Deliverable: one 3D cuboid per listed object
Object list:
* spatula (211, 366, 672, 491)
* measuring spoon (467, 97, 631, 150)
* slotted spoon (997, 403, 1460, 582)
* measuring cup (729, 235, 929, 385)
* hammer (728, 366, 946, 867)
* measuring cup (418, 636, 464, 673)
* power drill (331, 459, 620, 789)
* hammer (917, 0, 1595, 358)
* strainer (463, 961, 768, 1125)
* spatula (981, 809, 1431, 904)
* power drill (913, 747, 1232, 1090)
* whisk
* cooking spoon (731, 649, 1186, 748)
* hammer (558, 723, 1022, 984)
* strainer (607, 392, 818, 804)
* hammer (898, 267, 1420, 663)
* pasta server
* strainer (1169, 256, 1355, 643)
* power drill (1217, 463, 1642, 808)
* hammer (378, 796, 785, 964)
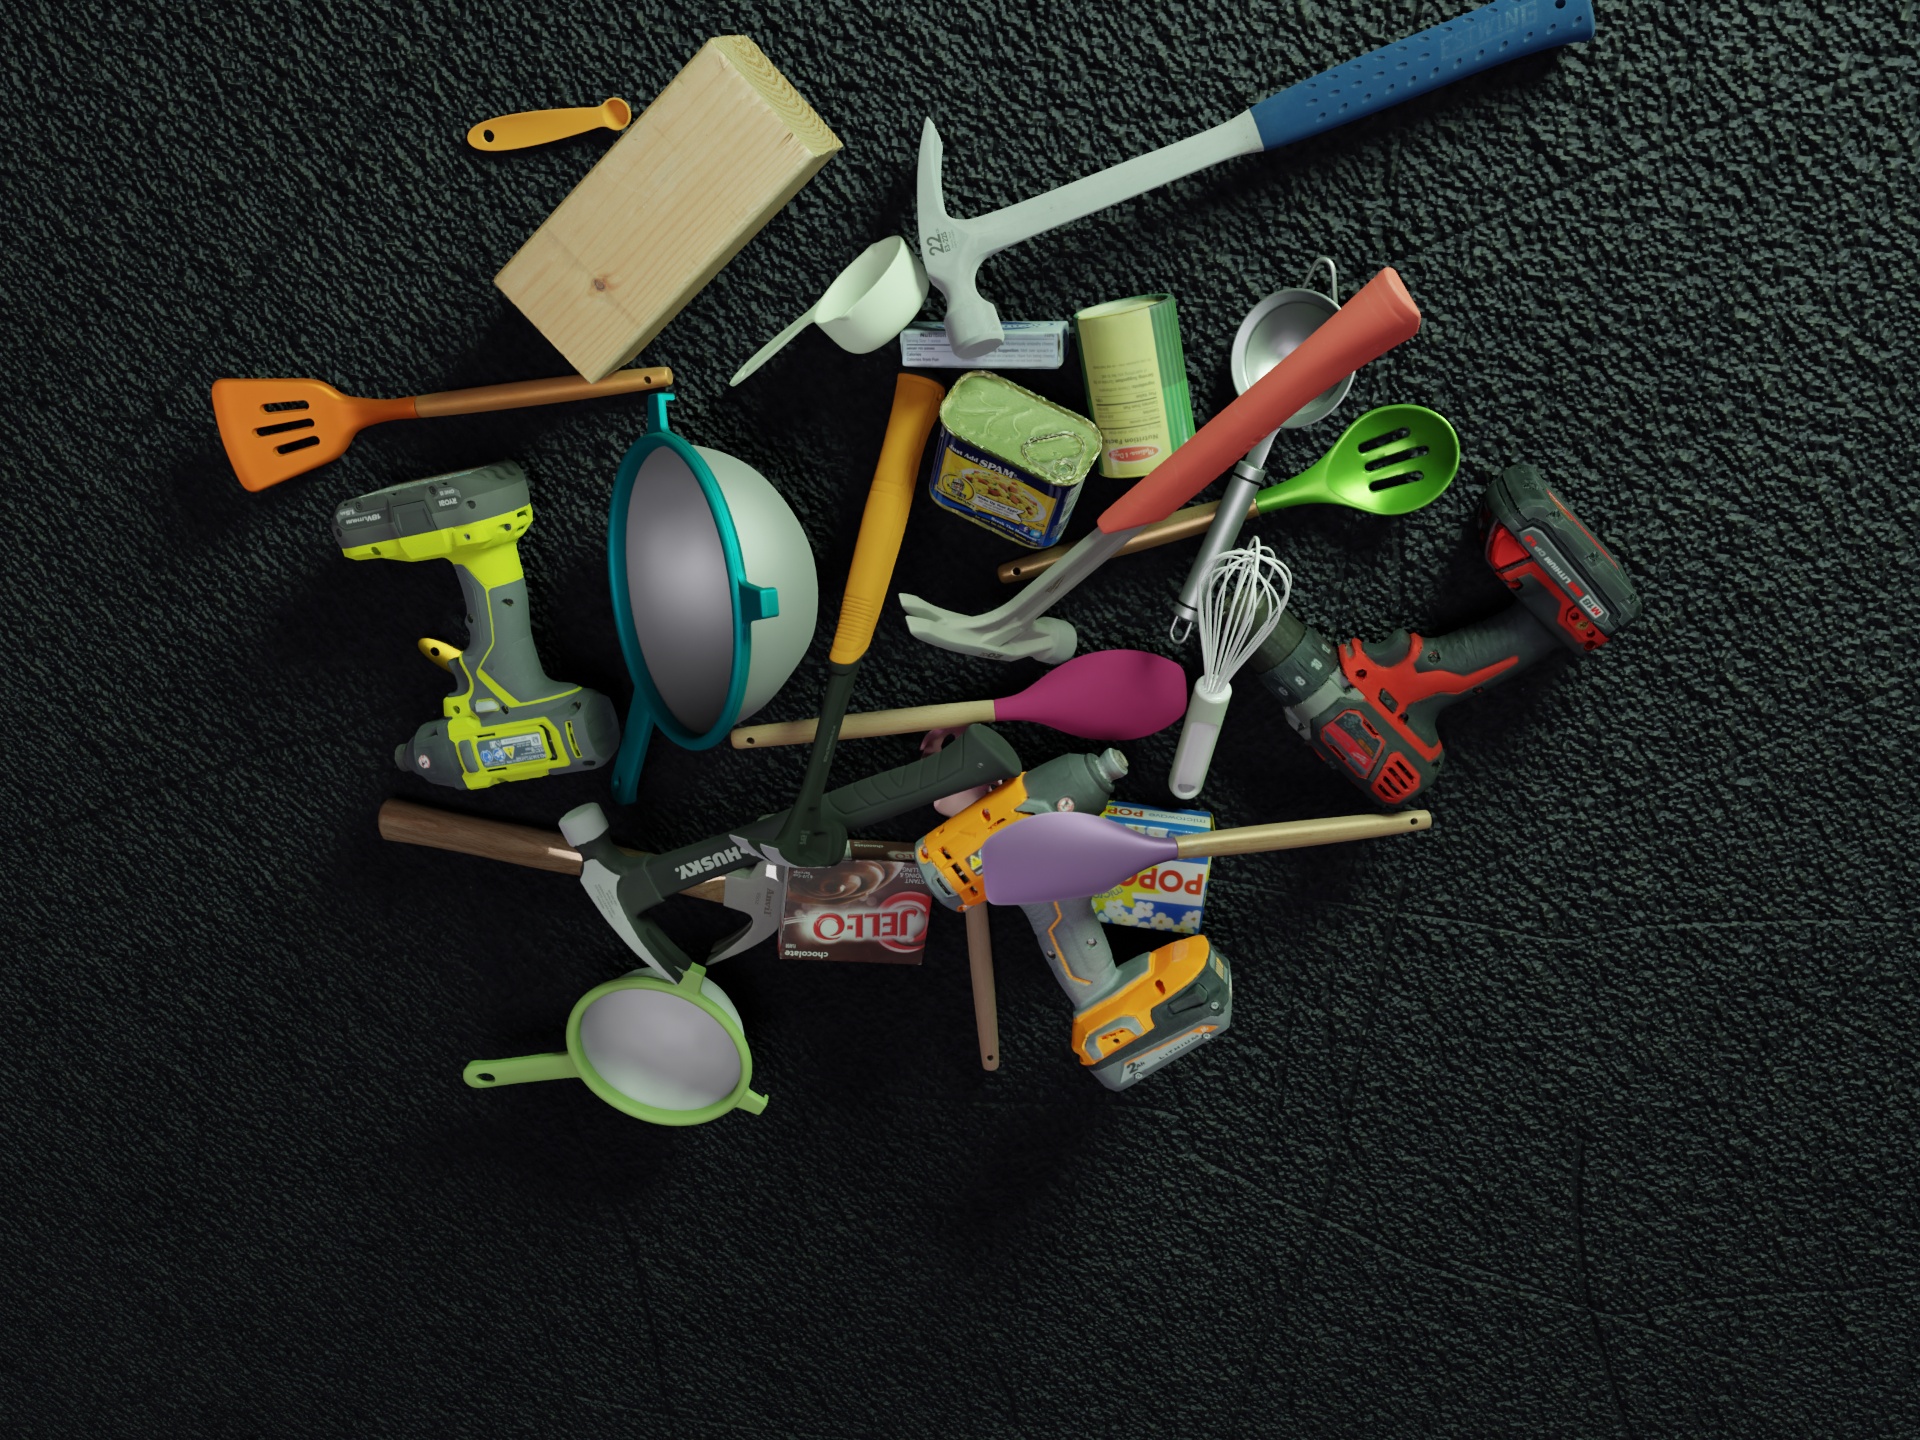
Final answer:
[{"bbox_3d":[-0.357,-0.218,1.104,0.322,0.041,0.081,-5,112,10],"label":"spatula"},{"bbox_3d":[-0.267,-0.387,1.033,0.117,0.011,0.021,-4,113,15],"label":"measuring spoon"},{"bbox_3d":[0.172,-0.140,1.060,0.314,0.031,0.070,-15,98,17],"label":"slotted spoon"},{"bbox_3d":[-0.086,-0.252,1.040,0.167,0.083,0.038,-27,125,36],"label":"measuring cup"},{"bbox_3d":[-0.070,-0.068,1.037,0.034,0.127,0.337,14,88,17],"label":"hammer"},{"bbox_3d":[-0.342,-0.016,1.195,0.156,0.029,0.062,30,115,-7],"label":"measuring cup"},{"bbox_3d":[-0.355,-0.061,1.138,0.171,0.080,0.223,-9,106,17],"label":"power drill"},{"bbox_3d":[0.164,-0.353,0.946,0.405,0.035,0.144,-18,85,12],"label":"hammer"},{"bbox_3d":[-0.282,0.257,1.287,0.256,0.069,0.151,-11,118,18],"label":"strainer"},{"bbox_3d":[0.169,0.081,1.075,0.316,0.018,0.060,-5,89,-10],"label":"spatula"},{"bbox_3d":[0.096,0.132,1.121,0.164,0.084,0.226,-35,100,18],"label":"power drill"},{"bbox_3d":[0.170,-0.026,1.058,0.058,0.059,0.246,9,140,2],"label":"whisk"},{"bbox_3d":[-0.002,-0.004,1.107,0.319,0.017,0.068,-6,114,3],"label":"cooking spoon"},{"bbox_3d":[-0.113,0.081,1.130,0.335,0.035,0.146,-20,105,16],"label":"hammer"},{"bbox_3d":[-0.176,-0.052,1.116,0.211,0.095,0.340,60,145,27],"label":"strainer"},{"bbox_3d":[0.124,-0.147,0.976,0.149,0.037,0.359,10,141,-44],"label":"hammer"},{"bbox_3d":[0.011,0.137,1.202,0.060,0.040,0.316,-4,114,2],"label":"pasta server"},{"bbox_3d":[0.188,-0.167,1.019,0.087,0.050,0.258,32,109,30],"label":"strainer"},{"bbox_3d":[0.301,-0.066,1.047,0.188,0.080,0.226,44,116,-10],"label":"power drill"},{"bbox_3d":[-0.293,0.109,1.243,0.331,0.031,0.130,10,114,5],"label":"hammer"}]
